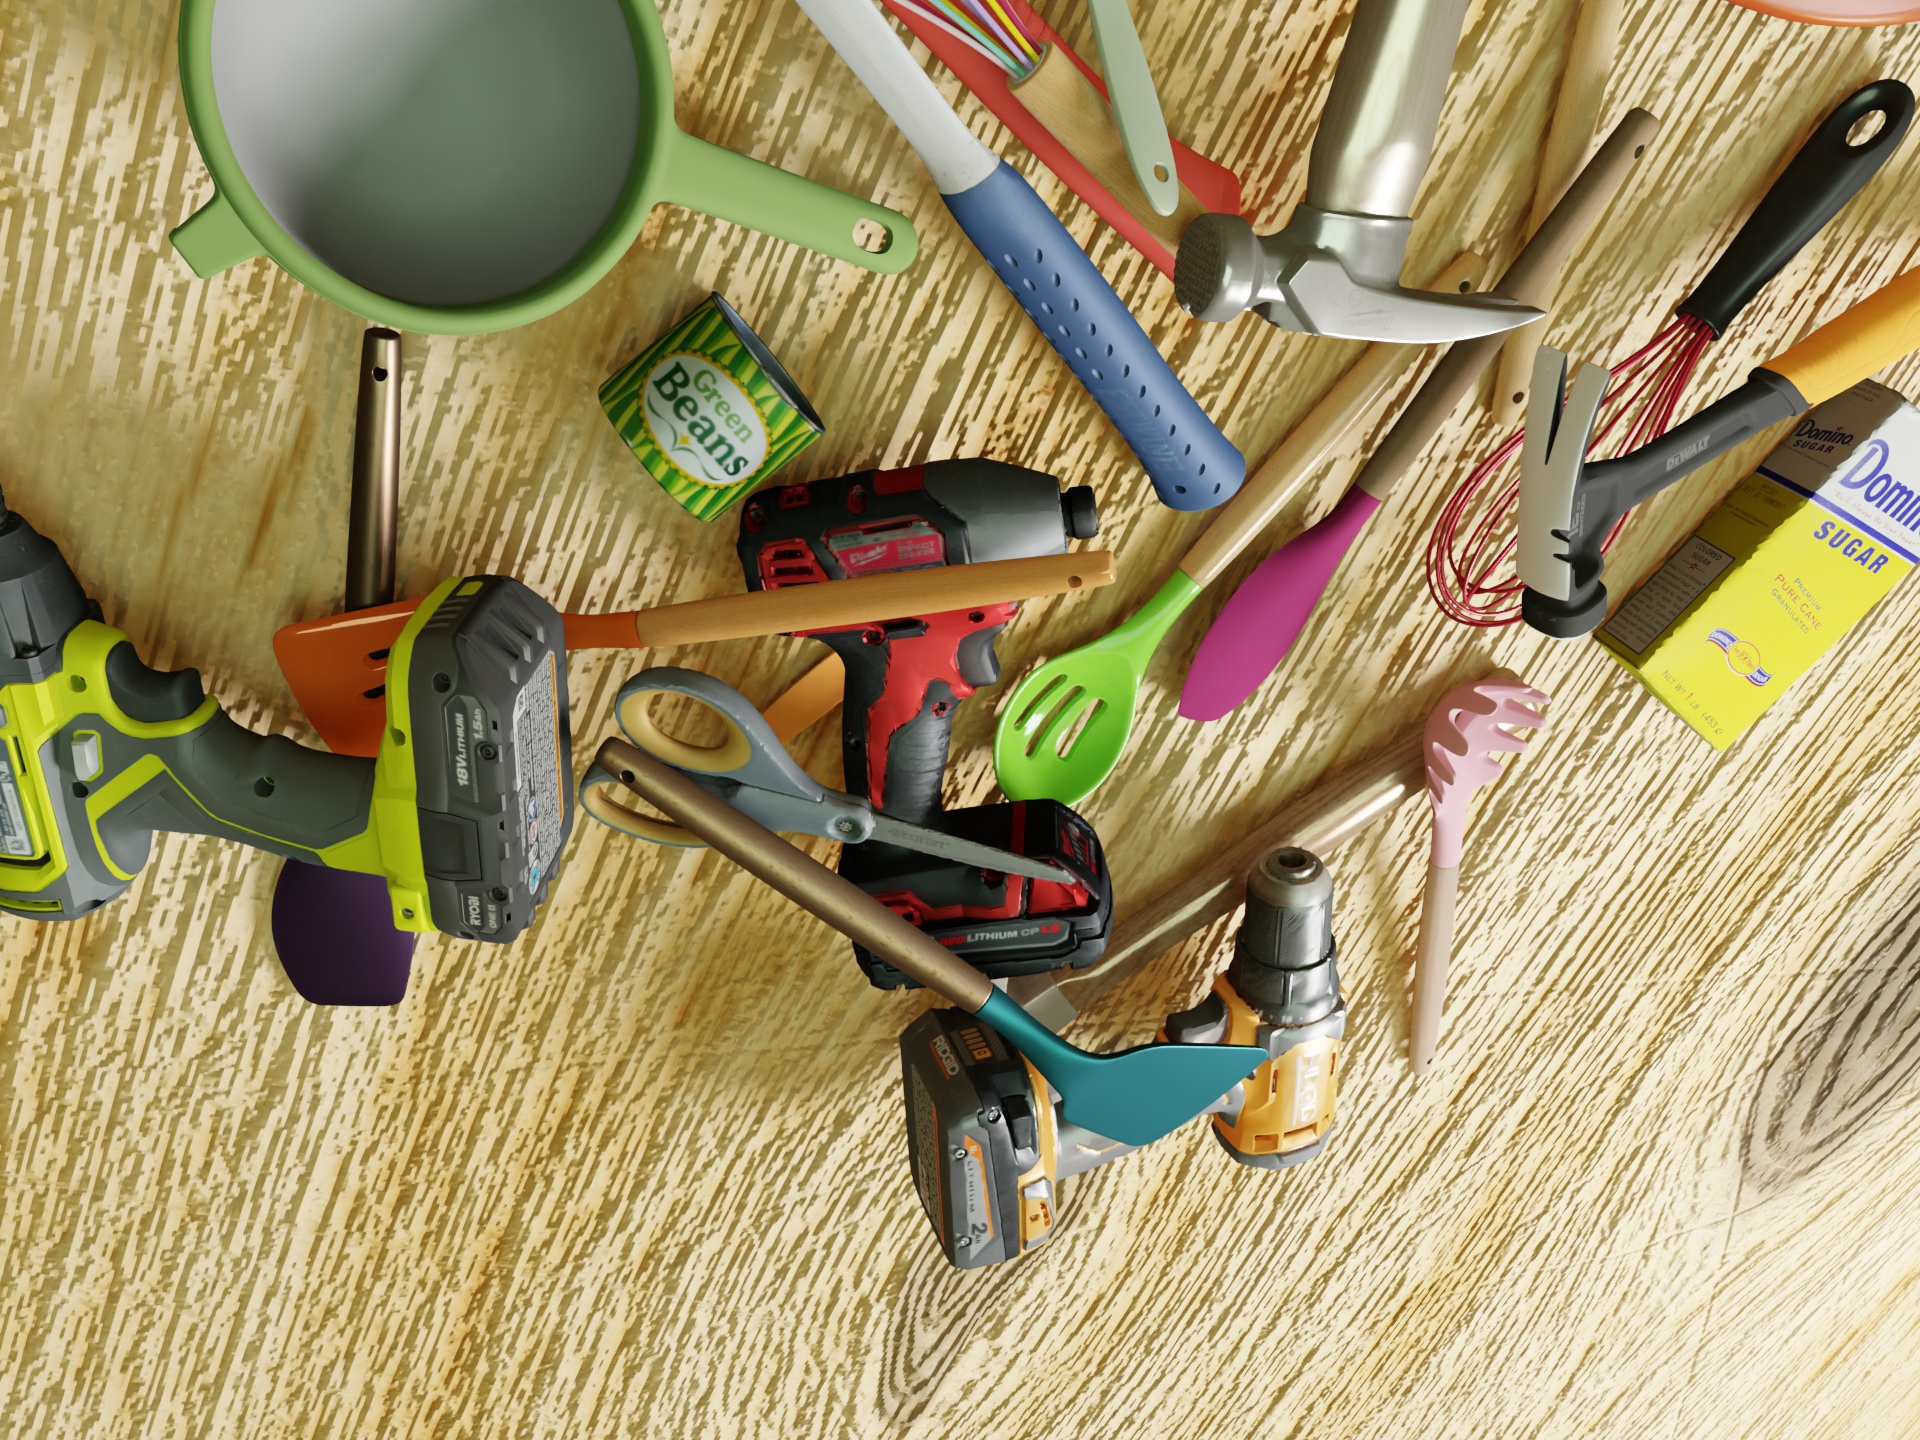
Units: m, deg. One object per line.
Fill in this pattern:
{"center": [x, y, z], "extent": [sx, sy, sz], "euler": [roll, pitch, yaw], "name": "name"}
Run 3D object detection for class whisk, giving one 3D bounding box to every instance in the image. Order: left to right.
{"center": [0.007, -0.237, 0.536], "extent": [0.047, 0.051, 0.244], "euler": [-23, 136, 38], "name": "whisk"}
{"center": [0.317, -0.161, 0.713], "extent": [0.073, 0.073, 0.296], "euler": [33, 100, -31], "name": "whisk"}

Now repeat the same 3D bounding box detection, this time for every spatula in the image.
{"center": [-0.245, -0.005, 0.647], "extent": [0.059, 0.018, 0.315], "euler": [5, 119, -18], "name": "spatula"}
{"center": [-0.101, -0.032, 0.609], "extent": [0.322, 0.041, 0.080], "euler": [-7, 129, 13], "name": "spatula"}
{"center": [-0.012, 0.094, 0.654], "extent": [0.317, 0.044, 0.082], "euler": [36, 119, -16], "name": "spatula"}

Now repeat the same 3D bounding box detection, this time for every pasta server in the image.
{"center": [0.257, 0.095, 0.833], "extent": [0.060, 0.040, 0.315], "euler": [-28, 136, -19], "name": "pasta server"}

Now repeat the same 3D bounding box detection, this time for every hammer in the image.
{"center": [-0.032, -0.265, 0.549], "extent": [0.358, 0.037, 0.149], "euler": [35, 105, -31], "name": "hammer"}
{"center": [0.002, -0.194, 0.538], "extent": [0.144, 0.035, 0.405], "euler": [-7, 150, 33], "name": "hammer"}
{"center": [0.146, 0.074, 0.814], "extent": [0.331, 0.031, 0.129], "euler": [-34, 125, 3], "name": "hammer"}
{"center": [0.182, -0.326, 0.509], "extent": [0.146, 0.038, 0.410], "euler": [0, 119, -20], "name": "hammer"}
{"center": [0.372, -0.160, 0.690], "extent": [0.337, 0.034, 0.127], "euler": [-29, 131, -19], "name": "hammer"}

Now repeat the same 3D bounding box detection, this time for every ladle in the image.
{"center": [0.258, -0.269, 0.646], "extent": [0.069, 0.031, 0.315], "euler": [-4, 123, -12], "name": "ladle"}

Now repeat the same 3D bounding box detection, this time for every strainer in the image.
{"center": [-0.133, -0.199, 0.546], "extent": [0.256, 0.069, 0.151], "euler": [7, 104, -38], "name": "strainer"}

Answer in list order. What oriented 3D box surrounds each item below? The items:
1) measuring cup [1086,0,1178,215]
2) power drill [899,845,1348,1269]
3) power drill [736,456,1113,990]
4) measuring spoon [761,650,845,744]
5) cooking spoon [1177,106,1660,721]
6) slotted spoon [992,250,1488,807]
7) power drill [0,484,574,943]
{"center": [0.058, -0.257, 0.532], "extent": [0.083, 0.038, 0.167], "euler": [-19, 95, -35], "name": "measuring cup"}
{"center": [0.088, 0.162, 0.782], "extent": [0.226, 0.084, 0.185], "euler": [-13, 123, -16], "name": "power drill"}
{"center": [-0.001, -0.002, 0.669], "extent": [0.143, 0.079, 0.219], "euler": [-9, 114, 7], "name": "power drill"}
{"center": [-0.078, -0.003, 0.709], "extent": [0.117, 0.011, 0.021], "euler": [-39, 119, 3], "name": "measuring spoon"}
{"center": [0.195, -0.122, 0.700], "extent": [0.068, 0.017, 0.318], "euler": [8, 123, -48], "name": "cooking spoon"}
{"center": [0.122, -0.083, 0.715], "extent": [0.070, 0.031, 0.313], "euler": [34, 103, -31], "name": "slotted spoon"}
{"center": [-0.264, 0.001, 0.583], "extent": [0.223, 0.080, 0.171], "euler": [6, 121, 1], "name": "power drill"}
